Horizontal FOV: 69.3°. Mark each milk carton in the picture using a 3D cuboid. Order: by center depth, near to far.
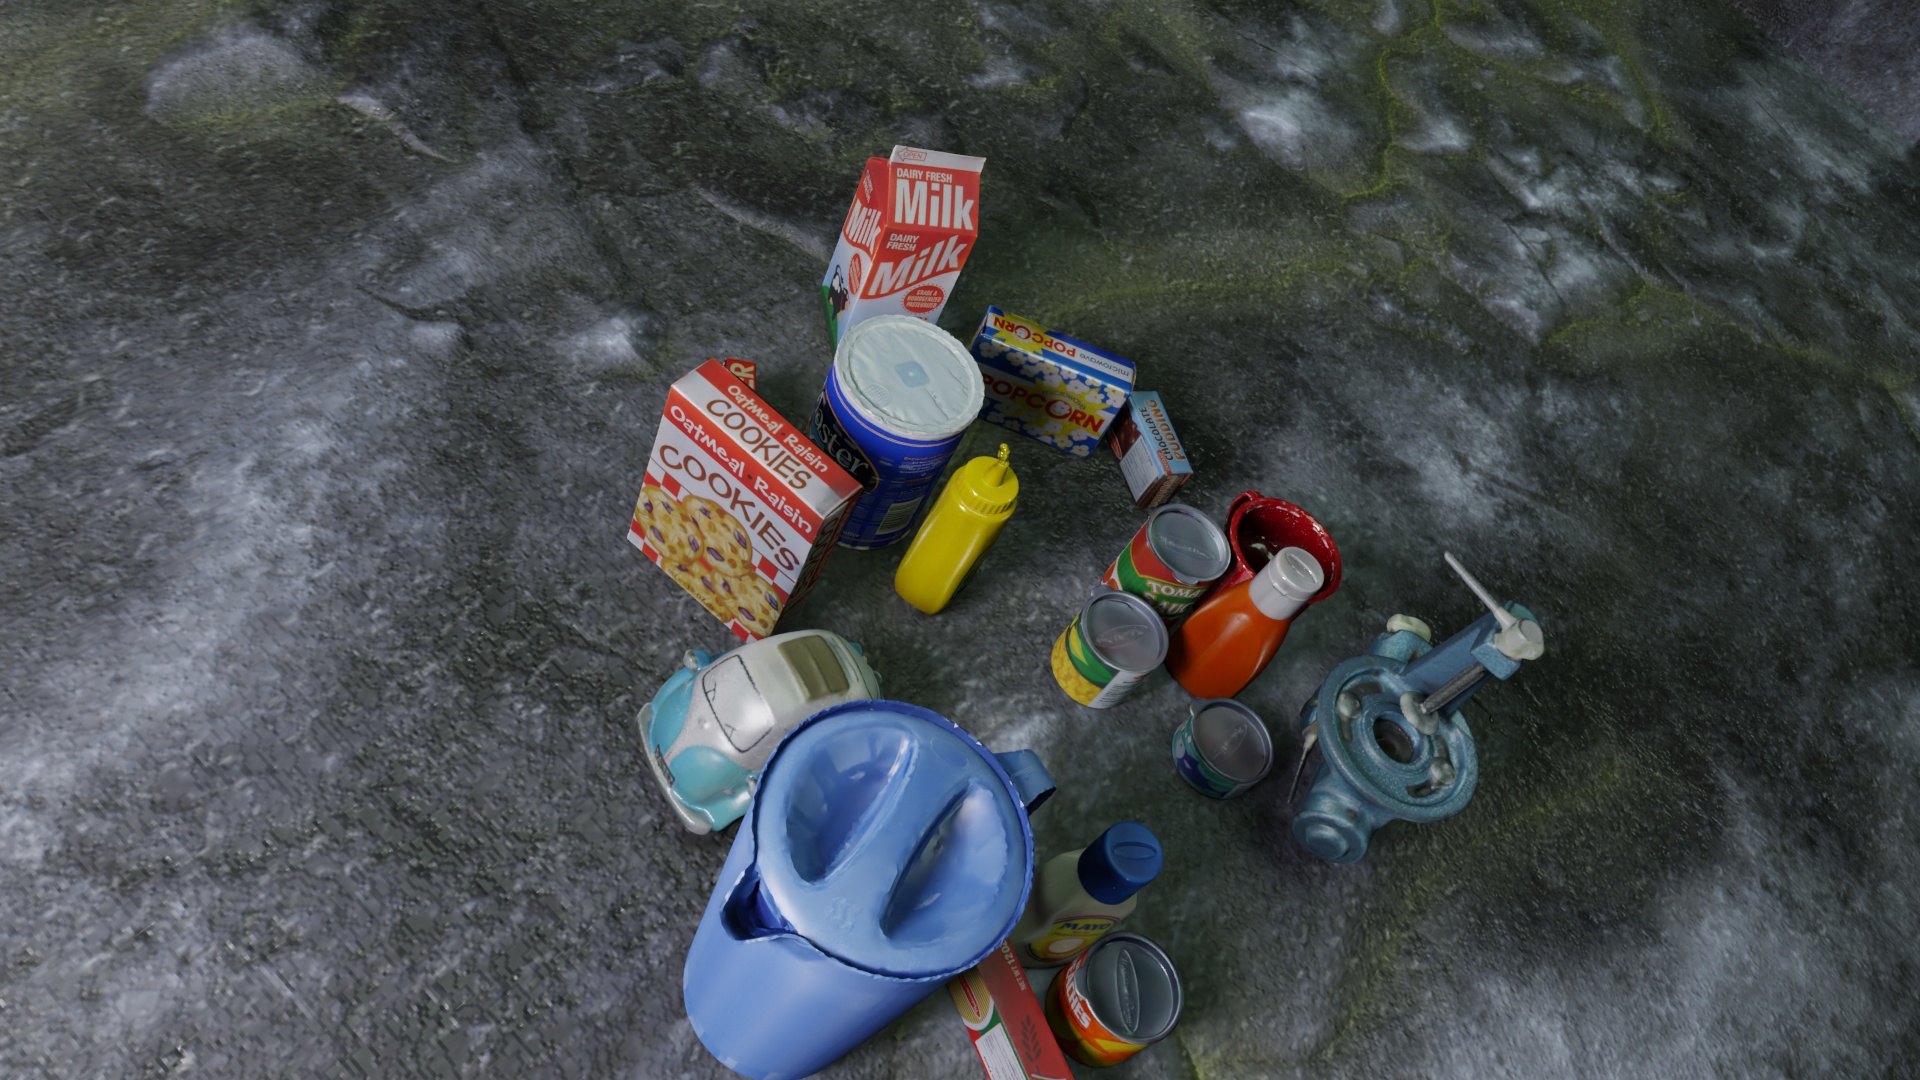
[{"bbox_3d":[-0.044,-0.219,1.040,0.072,0.189,0.074,1,57,-23],"label":"milk carton"}]

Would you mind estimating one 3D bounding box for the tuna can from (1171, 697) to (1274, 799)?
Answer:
[{"bbox_3d":[0.184,0.146,0.983,0.071,0.032,0.071,12,53,-16],"label":"tuna can"}]

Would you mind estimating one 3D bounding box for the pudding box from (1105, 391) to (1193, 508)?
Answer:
[{"bbox_3d":[0.149,-0.074,1.113,0.030,0.049,0.084,-5,59,-27],"label":"pudding box"}]

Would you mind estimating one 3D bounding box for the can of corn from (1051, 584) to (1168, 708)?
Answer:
[{"bbox_3d":[0.103,0.075,0.982,0.071,0.058,0.071,12,53,-16],"label":"can of corn"}]

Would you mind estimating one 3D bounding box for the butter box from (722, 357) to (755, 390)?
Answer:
[{"bbox_3d":[-0.161,-0.072,0.974,0.024,0.052,0.104,8,54,-19],"label":"butter box"}]

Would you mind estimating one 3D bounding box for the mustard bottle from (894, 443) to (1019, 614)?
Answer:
[{"bbox_3d":[0.003,-0.012,0.934,0.049,0.159,0.066,35,50,2],"label":"mustard bottle"}]

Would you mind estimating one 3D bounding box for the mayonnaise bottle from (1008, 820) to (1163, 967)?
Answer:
[{"bbox_3d":[0.070,0.209,0.814,0.065,0.147,0.041,6,55,-20],"label":"mayonnaise bottle"}]

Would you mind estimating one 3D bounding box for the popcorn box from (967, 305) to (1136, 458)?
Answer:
[{"bbox_3d":[0.062,-0.122,1.087,0.127,0.084,0.038,20,51,-9],"label":"popcorn box"}]

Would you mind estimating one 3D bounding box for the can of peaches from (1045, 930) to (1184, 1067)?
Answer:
[{"bbox_3d":[0.089,0.276,0.834,0.071,0.057,0.071,12,53,-16],"label":"can of peaches"}]

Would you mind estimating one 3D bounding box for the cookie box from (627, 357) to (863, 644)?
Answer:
[{"bbox_3d":[-0.139,-0.018,0.871,0.123,0.166,0.040,40,51,7],"label":"cookie box"}]

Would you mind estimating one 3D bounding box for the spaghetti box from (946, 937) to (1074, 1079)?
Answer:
[{"bbox_3d":[0.053,0.335,0.781,0.029,0.050,0.251,-13,63,-30],"label":"spaghetti box"}]

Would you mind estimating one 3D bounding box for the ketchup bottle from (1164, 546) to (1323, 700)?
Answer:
[{"bbox_3d":[0.201,0.059,0.977,0.065,0.148,0.044,46,52,11],"label":"ketchup bottle"}]

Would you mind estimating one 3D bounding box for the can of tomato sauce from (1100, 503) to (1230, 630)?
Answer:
[{"bbox_3d":[0.149,0.025,1.022,0.071,0.082,0.071,12,53,-16],"label":"can of tomato sauce"}]
